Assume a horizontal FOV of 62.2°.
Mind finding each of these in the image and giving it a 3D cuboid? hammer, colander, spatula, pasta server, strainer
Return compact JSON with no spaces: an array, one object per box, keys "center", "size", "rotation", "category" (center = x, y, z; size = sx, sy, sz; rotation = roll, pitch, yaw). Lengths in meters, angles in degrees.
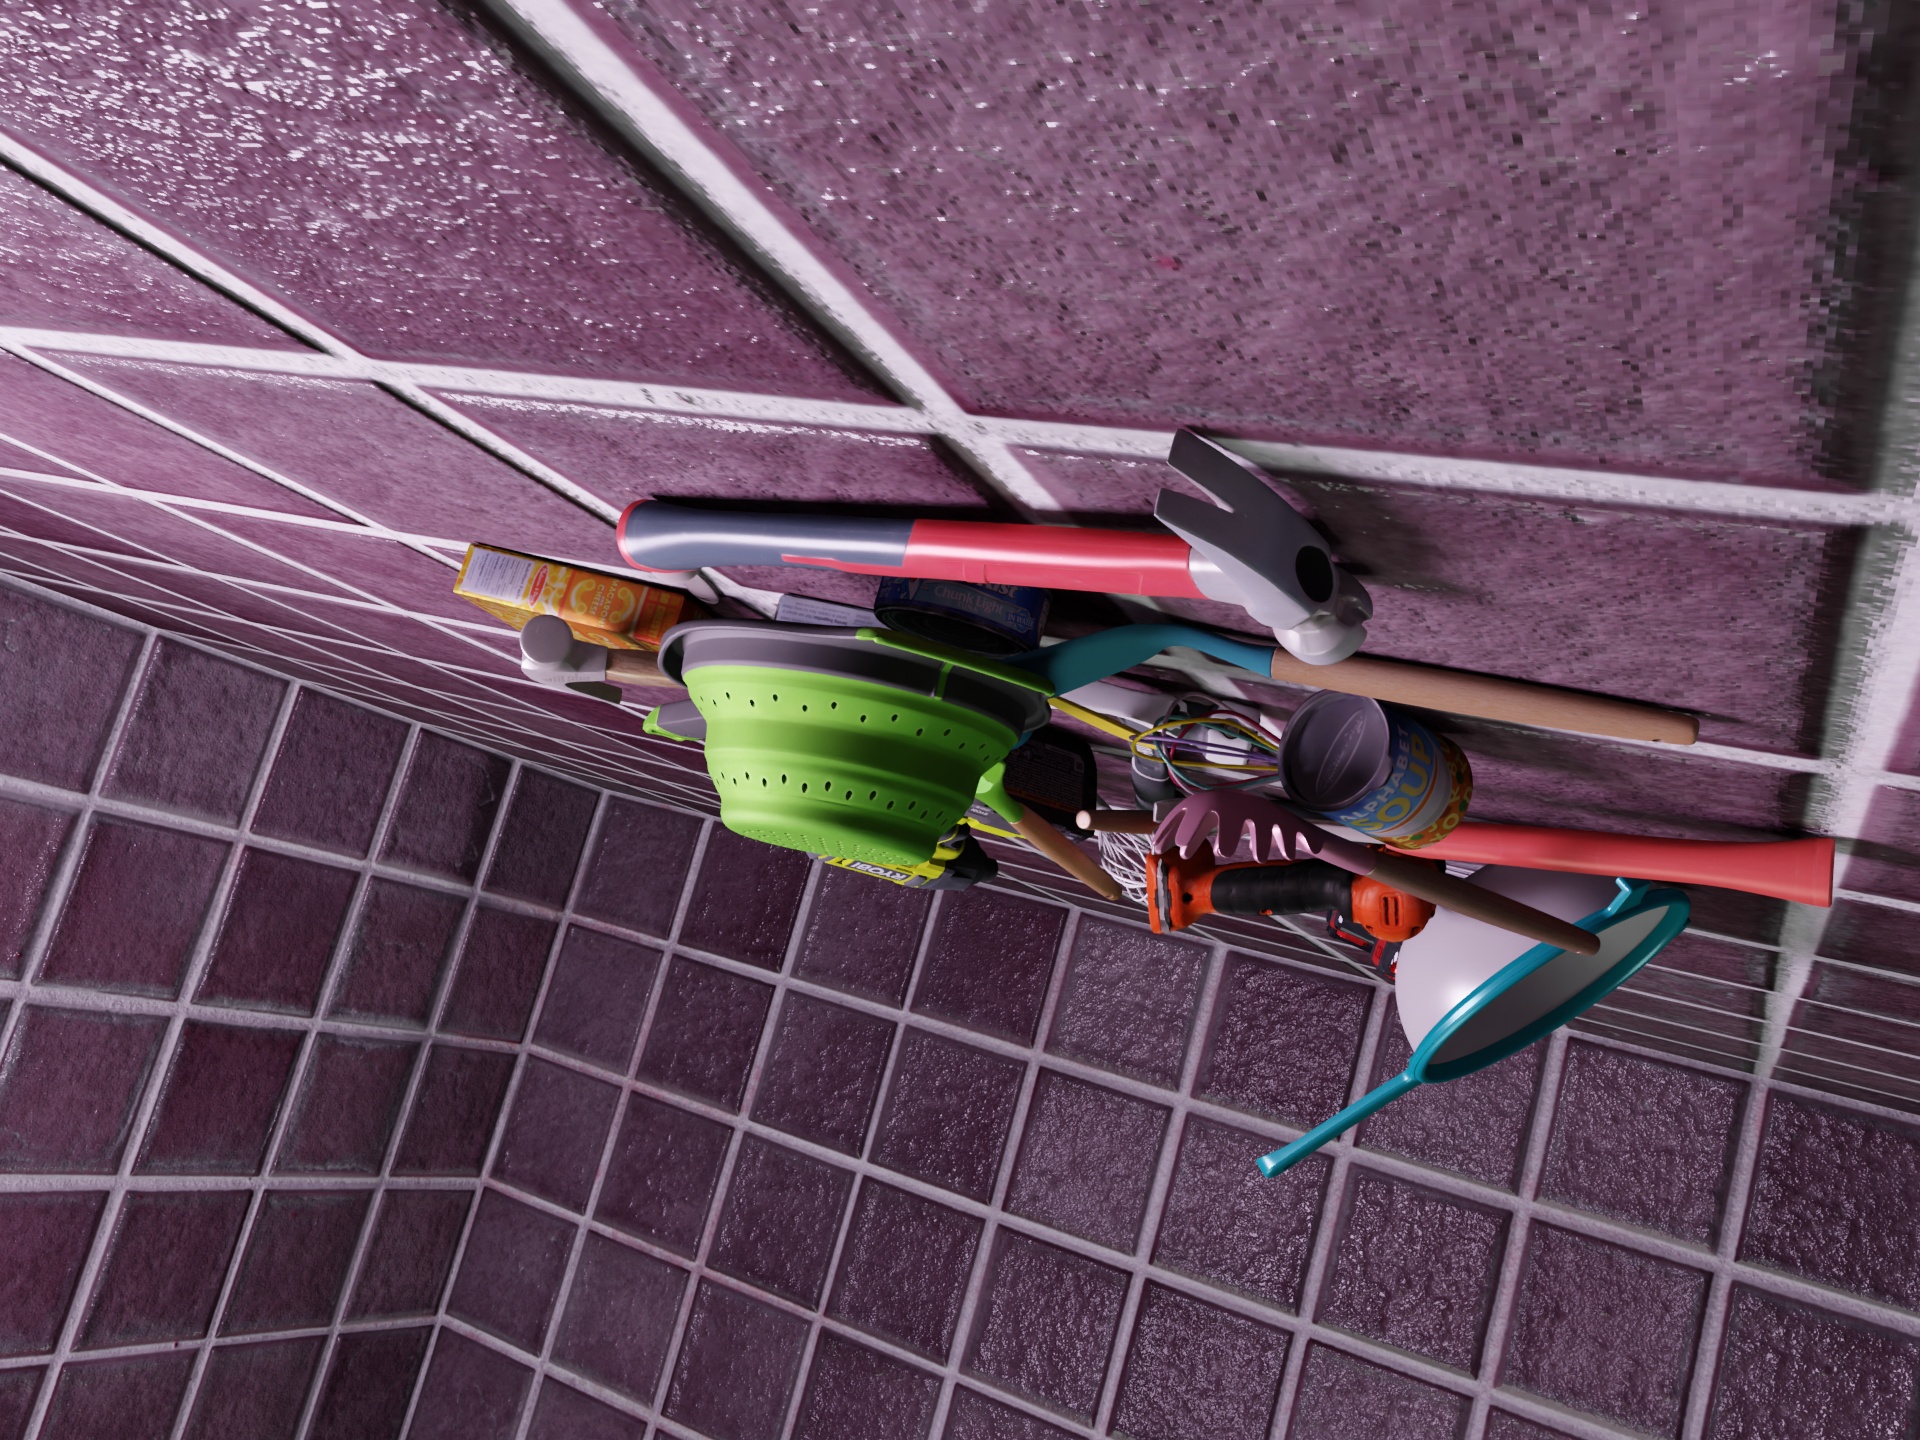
[{"center":[0.127,0.028,1.103],"size":[0.149,0.036,0.408],"rotation":[15,172,11],"category":"hammer"},{"center":[-0.112,-0.022,1.026],"size":[0.331,0.031,0.130],"rotation":[7,171,-11],"category":"hammer"},{"center":[-0.103,0.026,0.886],"size":[0.204,0.094,0.397],"rotation":[16,168,-29],"category":"colander"},{"center":[0.179,0.077,1.183],"size":[0.060,0.018,0.315],"rotation":[5,179,39],"category":"spatula"},{"center":[0.235,0.090,0.851],"size":[0.316,0.040,0.060],"rotation":[20,168,-28],"category":"pasta server"},{"center":[0.295,0.070,0.909],"size":[0.359,0.037,0.149],"rotation":[4,-177,30],"category":"hammer"},{"center":[0.323,0.186,1.086],"size":[0.210,0.340,0.095],"rotation":[24,-149,-55],"category":"strainer"},{"center":[-0.028,-0.080,0.686],"size":[0.386,0.038,0.143],"rotation":[9,167,39],"category":"hammer"},{"center":[0.170,-0.012,0.743],"size":[0.317,0.044,0.082],"rotation":[11,173,24],"category":"spatula"}]

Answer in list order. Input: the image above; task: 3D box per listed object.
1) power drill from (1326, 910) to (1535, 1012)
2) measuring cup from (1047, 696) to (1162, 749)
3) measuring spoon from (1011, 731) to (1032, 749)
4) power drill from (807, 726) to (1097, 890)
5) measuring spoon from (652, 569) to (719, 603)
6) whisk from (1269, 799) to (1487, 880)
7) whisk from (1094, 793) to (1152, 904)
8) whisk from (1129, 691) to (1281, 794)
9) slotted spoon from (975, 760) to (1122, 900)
[{"center":[0.377,0.178,1.252],"size":[0.143,0.078,0.220],"rotation":[23,-175,-2],"category":"power drill"},{"center":[0.055,-0.024,0.879],"size":[0.156,0.029,0.062],"rotation":[25,167,-26],"category":"measuring cup"},{"center":[-0.002,-0.003,0.989],"size":[0.042,0.021,0.128],"rotation":[-23,150,37],"category":"measuring spoon"},{"center":[0.001,0.075,1.238],"size":[0.171,0.080,0.223],"rotation":[19,151,-27],"category":"power drill"},{"center":[-0.168,-0.083,0.978],"size":[0.034,0.018,0.124],"rotation":[15,172,5],"category":"measuring spoon"},{"center":[0.355,0.114,1.179],"size":[0.284,0.070,0.070],"rotation":[19,172,9],"category":"whisk"},{"center":[0.114,0.082,1.238],"size":[0.058,0.059,0.246],"rotation":[-9,-163,-11],"category":"whisk"},{"center":[0.183,0.023,0.879],"size":[0.244,0.047,0.051],"rotation":[10,-148,-43],"category":"whisk"},{"center":[0.047,0.073,1.104],"size":[0.070,0.031,0.313],"rotation":[-12,152,25],"category":"slotted spoon"}]
